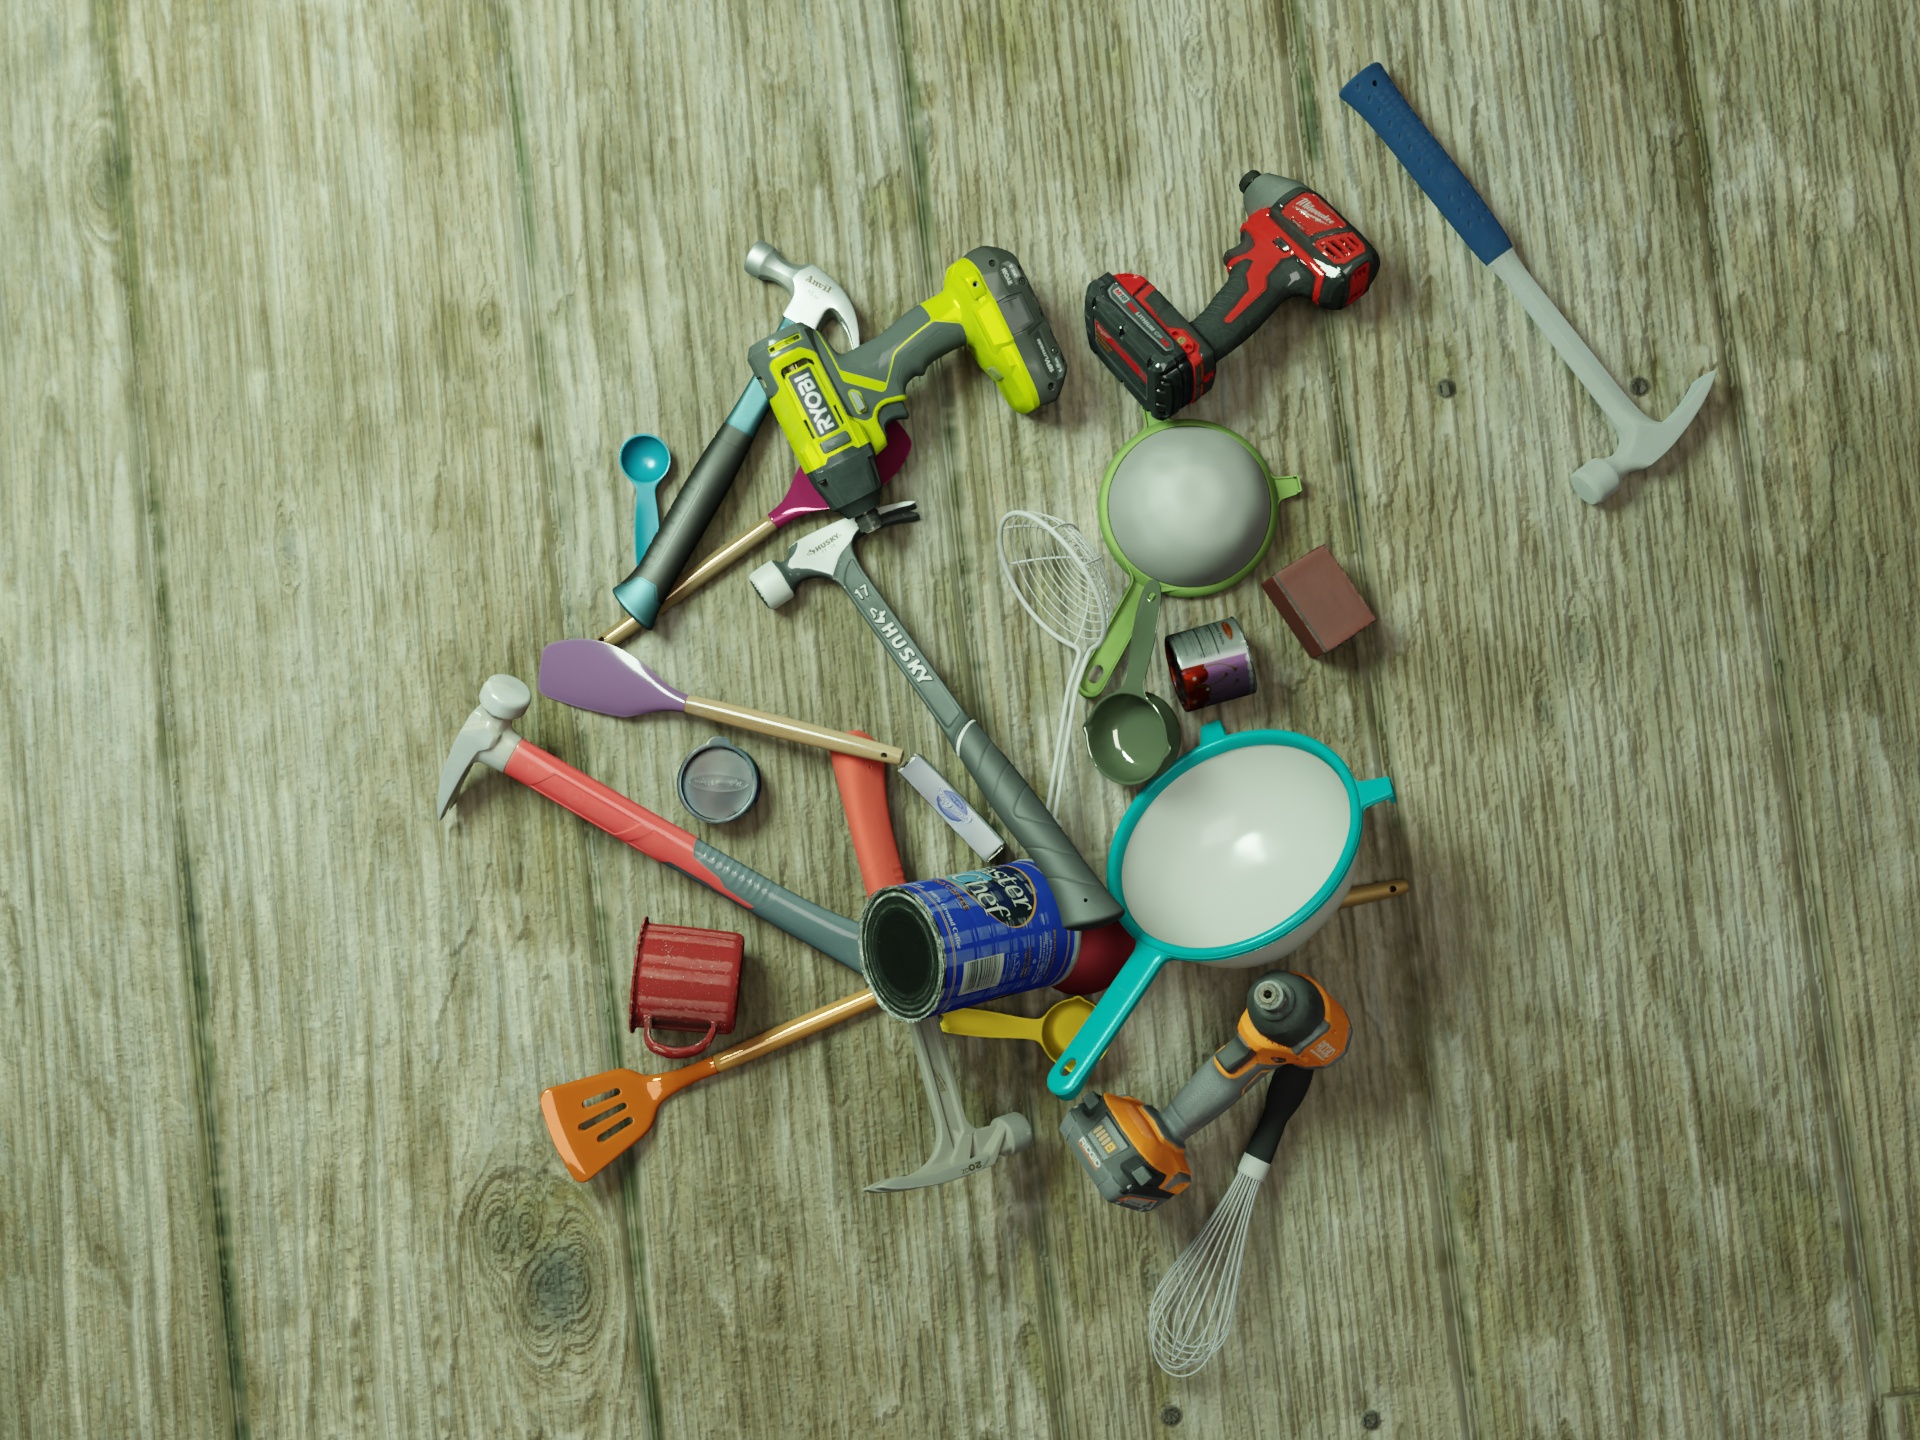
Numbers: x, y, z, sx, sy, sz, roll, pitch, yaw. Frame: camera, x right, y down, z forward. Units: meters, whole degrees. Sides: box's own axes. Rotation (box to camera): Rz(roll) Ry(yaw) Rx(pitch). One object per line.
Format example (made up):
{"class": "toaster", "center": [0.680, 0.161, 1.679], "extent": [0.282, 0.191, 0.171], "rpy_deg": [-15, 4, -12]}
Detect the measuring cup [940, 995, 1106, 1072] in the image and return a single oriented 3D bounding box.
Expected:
{"class": "measuring cup", "center": [0.046, 0.250, 1.305], "extent": [0.156, 0.029, 0.062], "rpy_deg": [4, 87, 12]}

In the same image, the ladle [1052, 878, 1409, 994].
{"class": "ladle", "center": [0.215, 0.167, 1.305], "extent": [0.315, 0.031, 0.069], "rpy_deg": [-11, 84, -3]}

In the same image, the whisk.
{"class": "whisk", "center": [0.223, 0.390, 1.283], "extent": [0.070, 0.070, 0.284], "rpy_deg": [25, 82, 1]}

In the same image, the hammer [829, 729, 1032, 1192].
{"class": "hammer", "center": [-0.053, 0.182, 1.256], "extent": [0.149, 0.036, 0.359], "rpy_deg": [-6, 74, -38]}

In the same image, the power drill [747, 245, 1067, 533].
{"class": "power drill", "center": [-0.036, -0.268, 1.279], "extent": [0.223, 0.080, 0.171], "rpy_deg": [-28, 101, -8]}

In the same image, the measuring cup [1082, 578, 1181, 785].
{"class": "measuring cup", "center": [0.150, -0.031, 1.284], "extent": [0.083, 0.038, 0.167], "rpy_deg": [15, 102, 35]}

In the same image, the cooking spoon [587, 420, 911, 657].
{"class": "cooking spoon", "center": [-0.177, -0.150, 1.319], "extent": [0.319, 0.017, 0.069], "rpy_deg": [-36, 72, -2]}

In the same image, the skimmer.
{"class": "skimmer", "center": [0.056, 0.018, 1.272], "extent": [0.090, 0.127, 0.363], "rpy_deg": [8, 91, -29]}

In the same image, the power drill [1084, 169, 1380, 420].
{"class": "power drill", "center": [0.215, -0.358, 1.298], "extent": [0.219, 0.078, 0.143], "rpy_deg": [-34, 69, -7]}

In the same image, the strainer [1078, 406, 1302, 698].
{"class": "strainer", "center": [0.164, -0.133, 1.296], "extent": [0.151, 0.069, 0.256], "rpy_deg": [29, 86, 1]}

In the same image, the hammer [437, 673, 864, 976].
{"class": "hammer", "center": [-0.234, 0.115, 1.285], "extent": [0.386, 0.038, 0.143], "rpy_deg": [31, 120, -6]}

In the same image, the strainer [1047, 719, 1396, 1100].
{"class": "strainer", "center": [0.190, 0.166, 1.232], "extent": [0.340, 0.211, 0.095], "rpy_deg": [-53, 129, -13]}

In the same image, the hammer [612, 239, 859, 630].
{"class": "hammer", "center": [-0.190, -0.226, 1.307], "extent": [0.128, 0.033, 0.331], "rpy_deg": [29, 83, 1]}

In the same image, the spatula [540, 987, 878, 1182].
{"class": "spatula", "center": [-0.176, 0.271, 1.289], "extent": [0.322, 0.041, 0.081], "rpy_deg": [-23, 90, -3]}

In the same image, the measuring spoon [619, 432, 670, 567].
{"class": "measuring spoon", "center": [-0.262, -0.174, 1.324], "extent": [0.042, 0.021, 0.128], "rpy_deg": [-2, 96, -13]}

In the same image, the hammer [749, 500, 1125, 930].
{"class": "hammer", "center": [-0.002, -0.004, 1.248], "extent": [0.149, 0.036, 0.409], "rpy_deg": [-34, 69, -5]}

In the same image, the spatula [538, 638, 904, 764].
{"class": "spatula", "center": [-0.197, -0.010, 1.288], "extent": [0.316, 0.018, 0.059], "rpy_deg": [14, 104, 10]}

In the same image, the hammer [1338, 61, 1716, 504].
{"class": "hammer", "center": [0.461, -0.382, 1.327], "extent": [0.144, 0.035, 0.405], "rpy_deg": [-37, 88, -2]}

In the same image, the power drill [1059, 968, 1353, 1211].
{"class": "power drill", "center": [0.191, 0.277, 1.224], "extent": [0.226, 0.164, 0.084], "rpy_deg": [-39, 58, 5]}
